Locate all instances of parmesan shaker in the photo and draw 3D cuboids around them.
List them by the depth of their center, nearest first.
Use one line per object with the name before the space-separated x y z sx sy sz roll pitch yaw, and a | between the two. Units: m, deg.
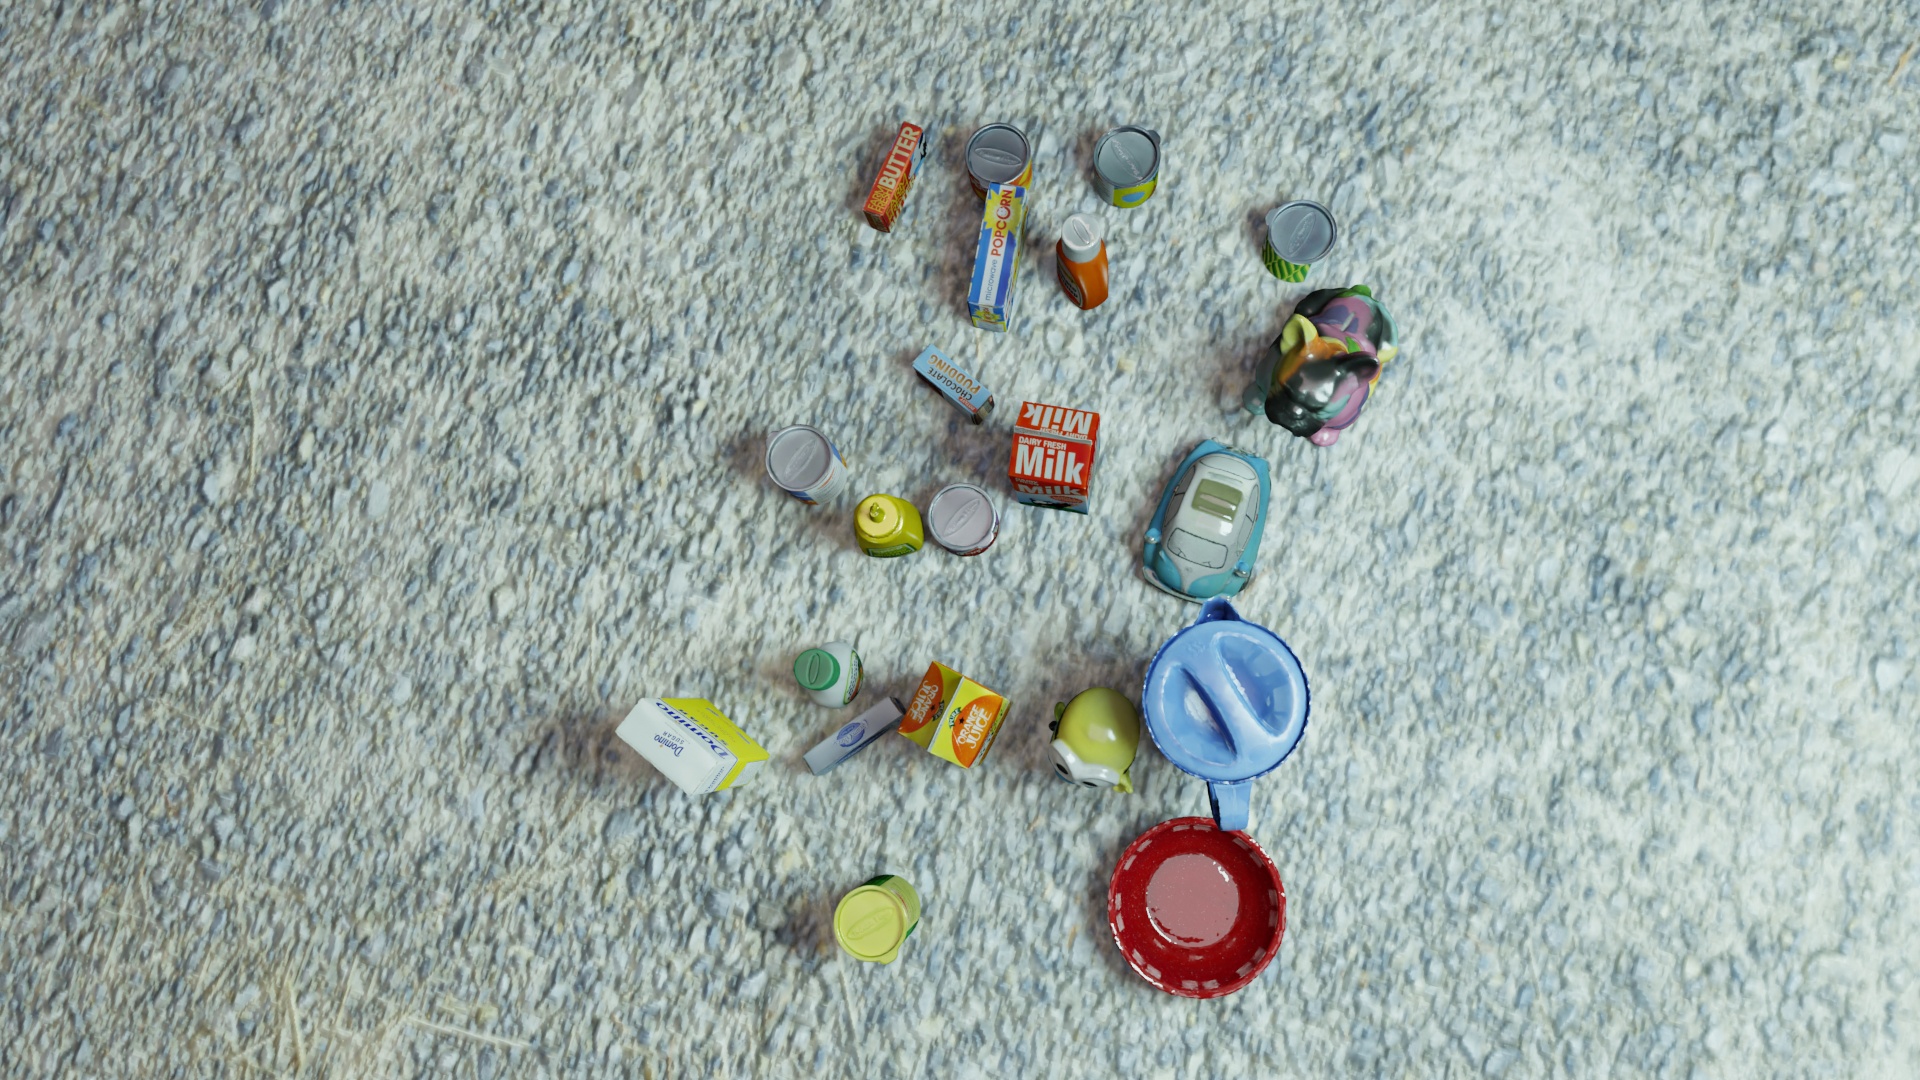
parmesan shaker | -0.074 0.350 1.283 0.071 0.103 0.071 -1 82 5

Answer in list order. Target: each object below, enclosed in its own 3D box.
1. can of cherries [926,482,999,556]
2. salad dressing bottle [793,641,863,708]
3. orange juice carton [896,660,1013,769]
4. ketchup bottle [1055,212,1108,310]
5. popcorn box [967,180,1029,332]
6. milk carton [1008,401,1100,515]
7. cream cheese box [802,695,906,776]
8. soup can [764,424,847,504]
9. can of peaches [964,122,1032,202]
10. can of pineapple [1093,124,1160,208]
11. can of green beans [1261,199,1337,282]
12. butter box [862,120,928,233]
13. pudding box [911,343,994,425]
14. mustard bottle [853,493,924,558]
can of cherries | 0.005 -0.017 1.355 0.071 0.058 0.071 -1 81 5
salad dressing bottle | -0.124 0.124 1.300 0.044 0.147 0.064 9 83 7
orange juice carton | -0.004 0.159 1.261 0.073 0.192 0.072 27 85 9
ketchup bottle | 0.117 -0.273 1.339 0.043 0.148 0.065 -30 80 1
popcorn box | 0.038 -0.280 1.379 0.038 0.085 0.127 10 82 7
milk carton | 0.089 -0.078 1.290 0.072 0.190 0.073 10 83 7
cream cheese box | -0.100 0.188 1.336 0.104 0.053 0.024 -35 80 -1
soup can | -0.152 -0.075 1.366 0.071 0.083 0.071 -1 82 5
can of peaches | 0.039 -0.378 1.408 0.071 0.058 0.071 -1 81 5
can of pineapple | 0.169 -0.375 1.396 0.071 0.058 0.071 -1 81 5
can of green beans | 0.333 -0.294 1.368 0.071 0.057 0.071 -1 81 5
butter box | -0.065 -0.370 1.419 0.024 0.053 0.103 23 84 8
pudding box | -0.007 -0.155 1.382 0.084 0.049 0.030 40 87 10
mustard bottle | -0.072 -0.015 1.310 0.065 0.160 0.049 -8 81 4
